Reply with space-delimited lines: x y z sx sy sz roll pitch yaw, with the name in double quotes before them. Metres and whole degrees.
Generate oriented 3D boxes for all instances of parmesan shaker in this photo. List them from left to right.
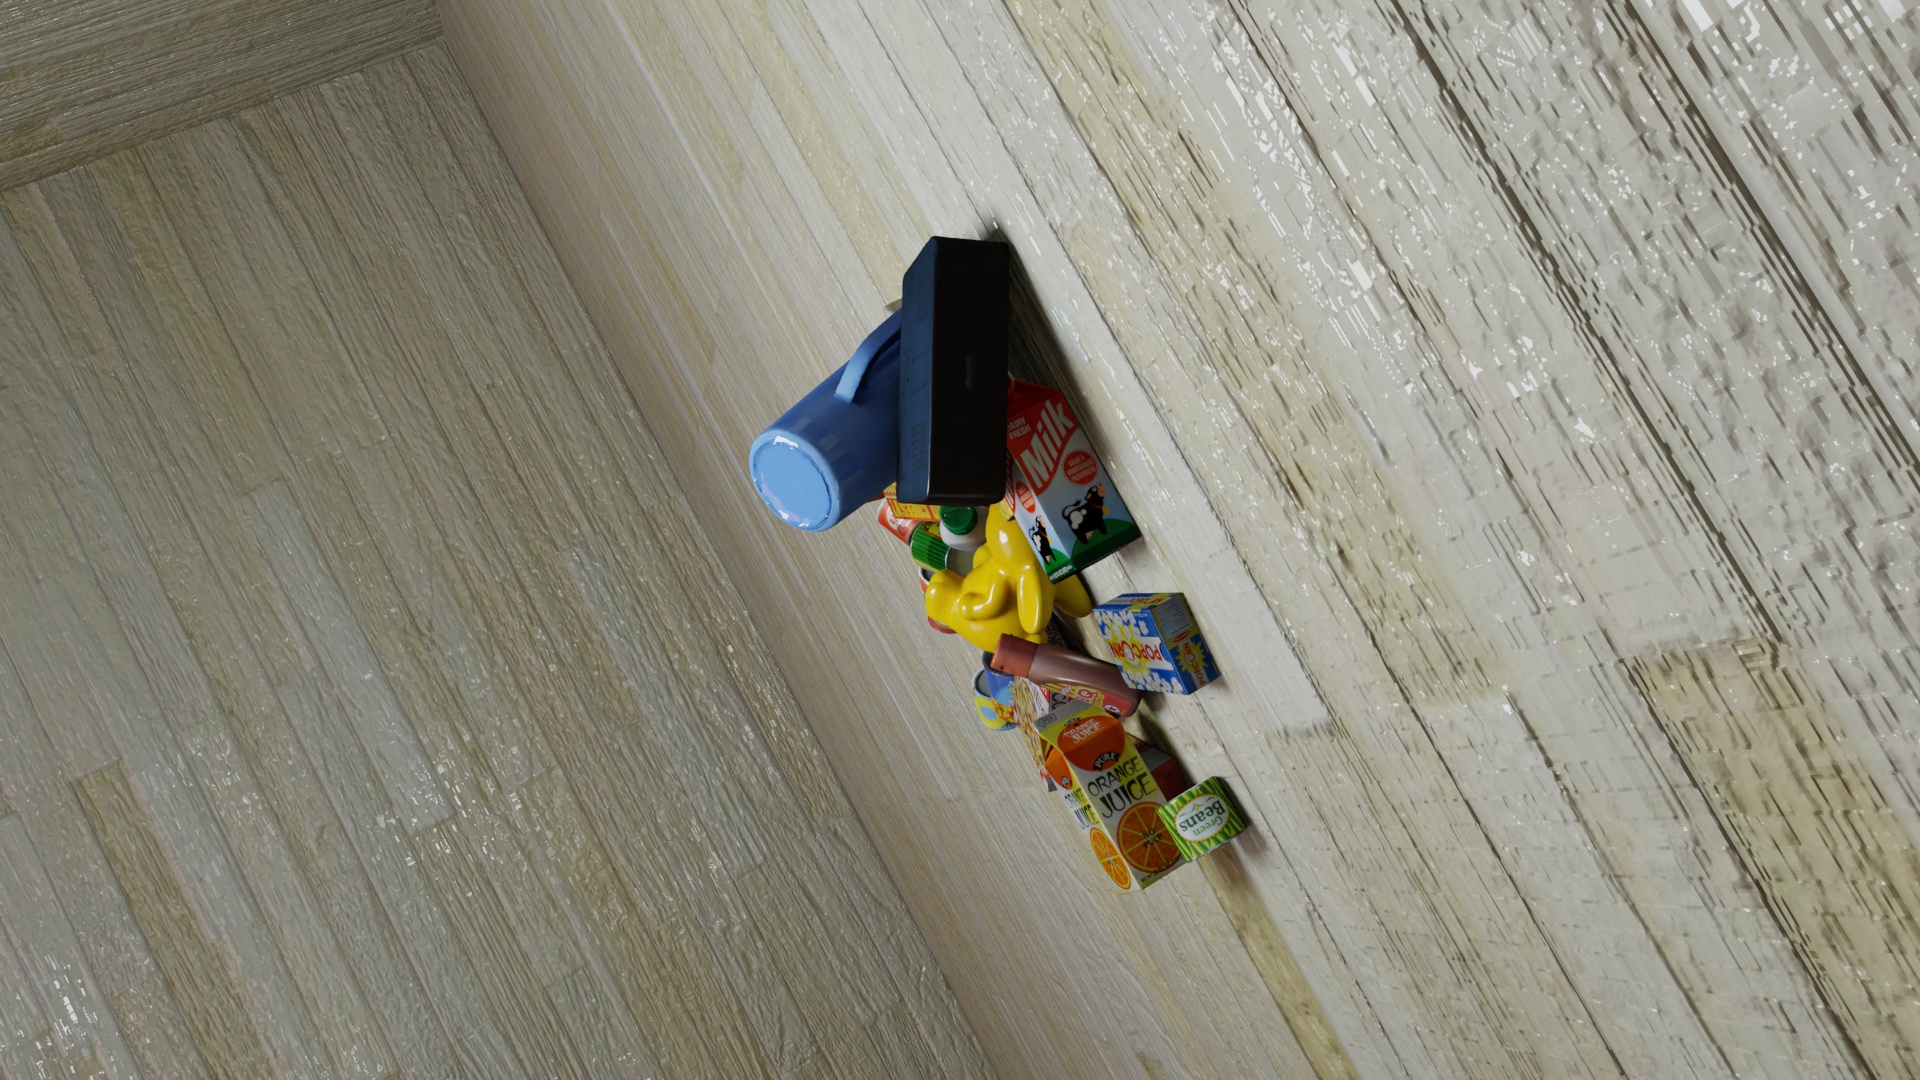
"parmesan shaker" -0.006 0.013 1.625 0.103 0.071 0.071 21 136 63

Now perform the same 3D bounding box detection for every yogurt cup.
"yogurt cup" -0.062 -0.029 1.721 0.054 0.072 0.072 45 157 24

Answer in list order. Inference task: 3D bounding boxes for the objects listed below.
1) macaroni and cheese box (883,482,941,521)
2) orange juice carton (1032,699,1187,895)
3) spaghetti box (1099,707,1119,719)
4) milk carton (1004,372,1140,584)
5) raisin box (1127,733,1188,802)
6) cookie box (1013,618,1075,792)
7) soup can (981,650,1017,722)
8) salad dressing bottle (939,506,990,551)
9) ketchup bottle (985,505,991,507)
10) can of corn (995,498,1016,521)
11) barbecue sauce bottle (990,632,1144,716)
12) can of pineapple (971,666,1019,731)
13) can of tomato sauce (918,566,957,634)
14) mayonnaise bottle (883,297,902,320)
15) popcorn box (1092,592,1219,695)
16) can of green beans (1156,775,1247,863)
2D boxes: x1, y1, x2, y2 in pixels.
"macaroni and cheese box" -0.061 -0.105 1.608 0.123 0.040 0.166 5 122 55
"orange juice carton" 0.148 0.249 1.385 0.193 0.072 0.072 60 160 11
"spaghetti box" 0.137 0.210 1.560 0.050 0.029 0.249 57 162 19
"milk carton" 0.077 -0.064 1.256 0.190 0.074 0.072 61 162 6
"raisin box" 0.192 0.254 1.454 0.123 0.040 0.086 17 132 65
"cookie box" 0.094 0.174 1.528 0.123 0.040 0.166 -115 18 -49
"soup can" 0.067 0.165 1.636 0.071 0.071 0.083 44 155 46
"salad dressing bottle" 0.005 -0.019 1.492 0.147 0.064 0.044 47 -149 -80
"ketchup bottle" 0.030 -0.093 1.397 0.065 0.044 0.148 53 160 20
"can of corn" 0.056 -0.057 1.335 0.058 0.071 0.071 60 162 6
"barbecue sauce bottle" 0.105 0.130 1.369 0.148 0.044 0.064 18 158 1
"can of pineapple" 0.051 0.193 1.721 0.071 0.071 0.057 44 154 45
"can of tomato sauce" -0.013 0.065 1.711 0.071 0.071 0.082 45 155 43
"mayonnaise bottle" -0.039 -0.181 1.468 0.065 0.041 0.147 36 148 51
"popcorn box" 0.176 0.093 1.265 0.085 0.038 0.126 65 163 -5
"can of green beans" 0.229 0.265 1.319 0.058 0.071 0.071 59 162 13
